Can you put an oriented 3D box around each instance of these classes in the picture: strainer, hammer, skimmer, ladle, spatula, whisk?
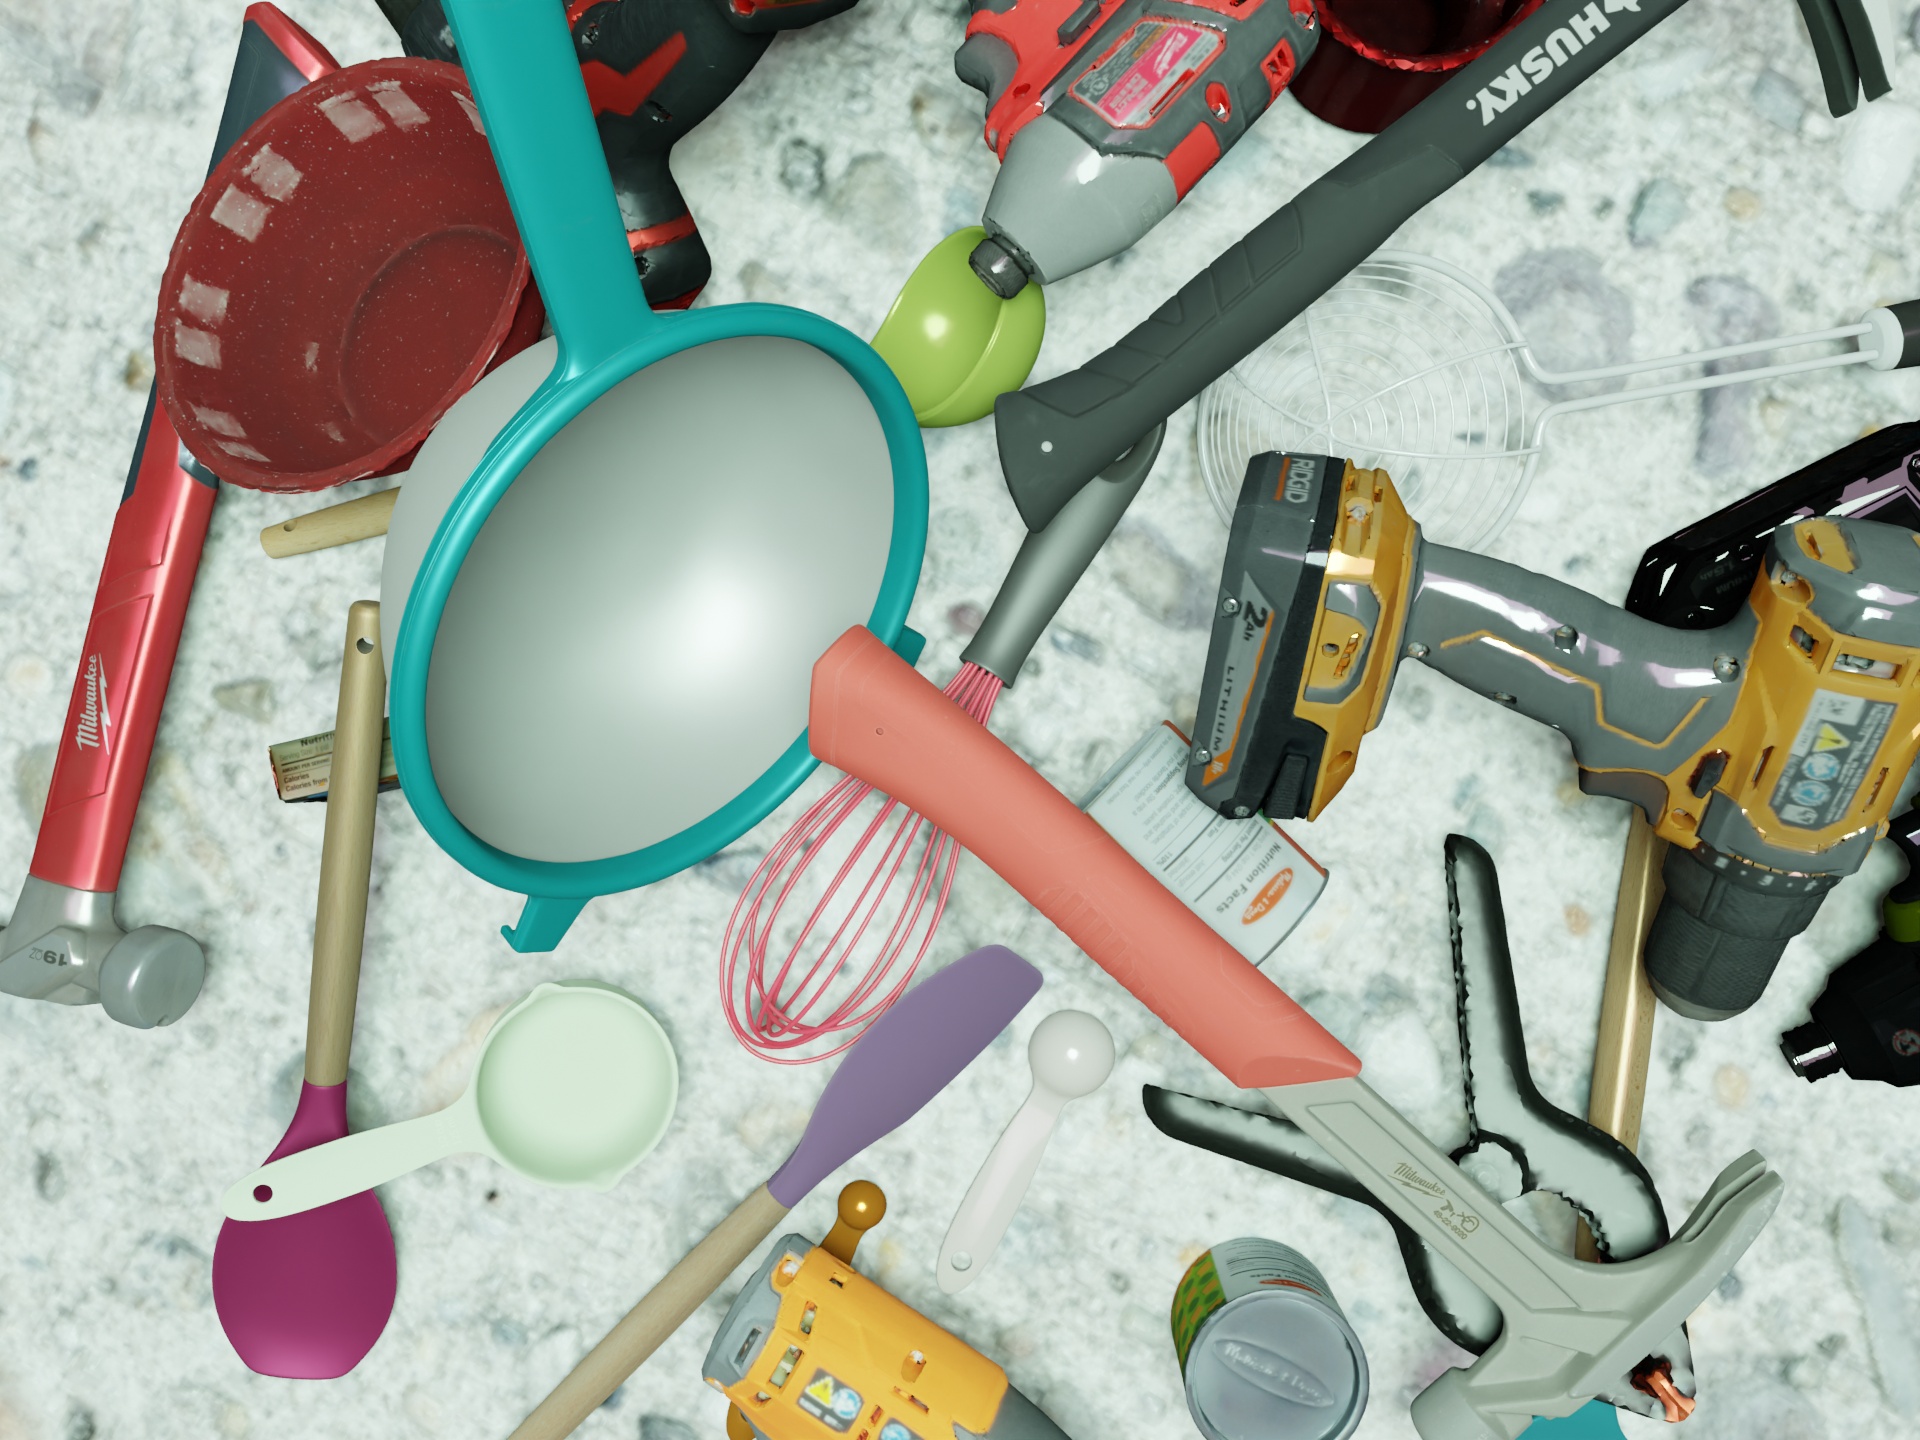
[{"bbox_3d":[-0.121,-0.095,0.489,0.095,0.340,0.211,34,59,32],"label":"strainer"},{"bbox_3d":[0.094,0.090,0.543,0.359,0.037,0.149,42,100,2],"label":"hammer"},{"bbox_3d":[0.275,-0.132,0.607,0.363,0.090,0.127,-11,95,-9],"label":"skimmer"},{"bbox_3d":[0.148,-0.176,0.529,0.335,0.035,0.146,-38,94,4],"label":"hammer"},{"bbox_3d":[-0.123,-0.115,0.606,0.320,0.062,0.078,-14,55,5],"label":"ladle"},{"bbox_3d":[-0.089,0.201,0.616,0.316,0.059,0.018,-46,45,4],"label":"spatula"},{"bbox_3d":[-0.319,-0.087,0.615,0.143,0.038,0.386,12,88,15],"label":"hammer"},{"bbox_3d":[0.242,0.179,0.612,0.082,0.044,0.317,10,86,2],"label":"spatula"},{"bbox_3d":[-0.001,-0.002,0.603,0.073,0.073,0.296,31,85,1],"label":"whisk"}]

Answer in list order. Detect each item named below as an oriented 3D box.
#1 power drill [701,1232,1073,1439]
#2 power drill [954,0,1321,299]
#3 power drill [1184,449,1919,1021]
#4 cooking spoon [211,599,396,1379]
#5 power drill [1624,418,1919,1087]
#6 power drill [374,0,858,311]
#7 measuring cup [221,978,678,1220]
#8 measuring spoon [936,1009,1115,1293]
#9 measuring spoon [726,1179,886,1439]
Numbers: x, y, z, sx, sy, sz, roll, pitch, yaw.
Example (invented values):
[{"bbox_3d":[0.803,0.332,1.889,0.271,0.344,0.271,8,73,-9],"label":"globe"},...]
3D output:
[{"bbox_3d":[-0.053,0.325,0.579,0.164,0.084,0.226,30,93,9],"label":"power drill"},{"bbox_3d":[0.001,-0.254,0.565,0.220,0.078,0.143,43,91,15],"label":"power drill"},{"bbox_3d":[0.196,0.009,0.544,0.226,0.084,0.185,12,124,11],"label":"power drill"},{"bbox_3d":[-0.235,0.110,0.594,0.068,0.017,0.318,8,105,-10],"label":"cooking spoon"},{"bbox_3d":[0.347,0.018,0.578,0.171,0.080,0.223,-28,92,14],"label":"power drill"},{"bbox_3d":[-0.126,-0.258,0.538,0.080,0.226,0.188,-34,89,-38],"label":"power drill"},{"bbox_3d":[-0.190,0.150,0.600,0.167,0.038,0.083,-17,95,-11],"label":"measuring cup"},{"bbox_3d":[0.023,0.171,0.619,0.034,0.018,0.124,28,92,1],"label":"measuring spoon"},{"bbox_3d":[-0.062,0.234,0.625,0.021,0.011,0.117,28,91,1],"label":"measuring spoon"}]
